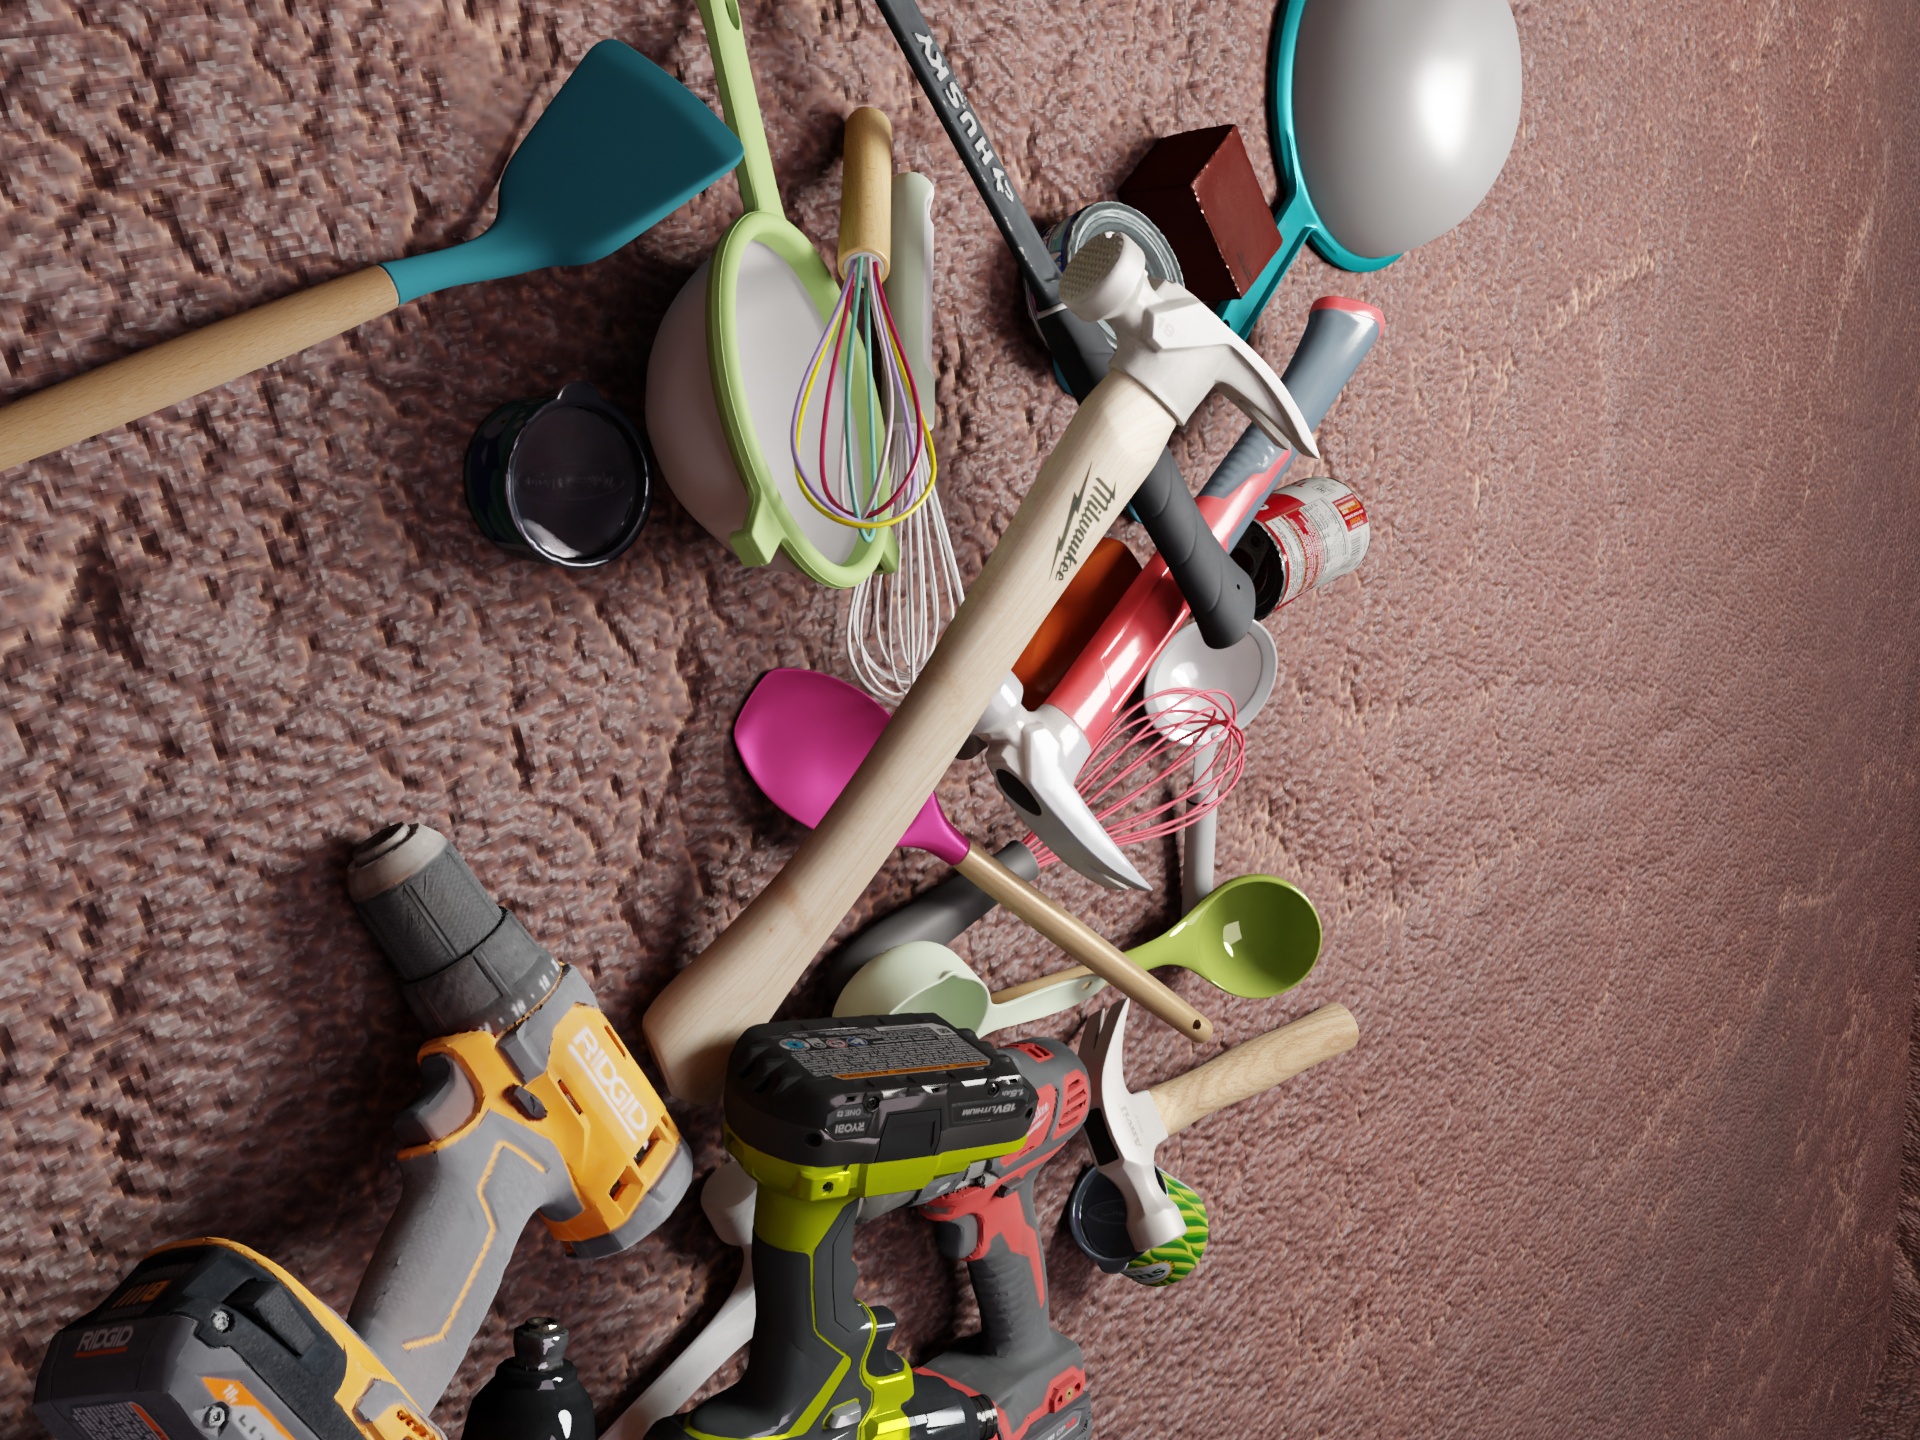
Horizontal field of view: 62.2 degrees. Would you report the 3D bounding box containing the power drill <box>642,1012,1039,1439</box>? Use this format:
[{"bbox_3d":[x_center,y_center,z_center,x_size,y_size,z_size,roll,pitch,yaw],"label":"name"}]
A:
[{"bbox_3d":[-0.043,0.249,0.703,0.171,0.080,0.223,3,102,-34],"label":"power drill"}]

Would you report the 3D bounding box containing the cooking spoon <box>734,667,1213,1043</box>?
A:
[{"bbox_3d":[0.017,0.079,0.786,0.318,0.017,0.069,38,70,-24],"label":"cooking spoon"}]

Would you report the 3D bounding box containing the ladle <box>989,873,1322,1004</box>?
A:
[{"bbox_3d":[0.079,0.147,0.883,0.320,0.062,0.078,-11,108,-37],"label":"ladle"}]

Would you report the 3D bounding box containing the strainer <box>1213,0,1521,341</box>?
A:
[{"bbox_3d":[0.254,-0.337,0.953,0.340,0.095,0.210,-58,133,-23],"label":"strainer"}]

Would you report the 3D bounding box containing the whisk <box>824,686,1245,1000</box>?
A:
[{"bbox_3d":[0.048,0.064,0.842,0.296,0.073,0.073,-31,120,-28],"label":"whisk"}]

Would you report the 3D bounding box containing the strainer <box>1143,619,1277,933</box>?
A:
[{"bbox_3d":[0.144,0.036,0.957,0.087,0.050,0.258,-8,113,-17],"label":"strainer"}]

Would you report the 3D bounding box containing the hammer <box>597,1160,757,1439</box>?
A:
[{"bbox_3d":[-0.203,0.372,0.663,0.405,0.035,0.144,-40,125,-34],"label":"hammer"}]

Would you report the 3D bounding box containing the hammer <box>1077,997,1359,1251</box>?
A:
[{"bbox_3d":[0.173,0.222,1.004,0.331,0.031,0.130,-4,67,-54],"label":"hammer"}]

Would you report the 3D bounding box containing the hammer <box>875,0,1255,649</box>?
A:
[{"bbox_3d":[0.037,-0.199,0.716,0.408,0.036,0.149,57,40,-25],"label":"hammer"}]

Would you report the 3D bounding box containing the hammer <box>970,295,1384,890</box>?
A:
[{"bbox_3d":[0.141,-0.090,0.856,0.143,0.038,0.386,50,60,-23],"label":"hammer"}]

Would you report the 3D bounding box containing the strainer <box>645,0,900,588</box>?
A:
[{"bbox_3d":[-0.097,-0.173,0.642,0.151,0.069,0.256,-13,91,-72],"label":"strainer"}]

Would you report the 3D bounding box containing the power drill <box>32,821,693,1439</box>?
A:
[{"bbox_3d":[-0.196,0.157,0.546,0.185,0.084,0.226,62,30,-17],"label":"power drill"}]

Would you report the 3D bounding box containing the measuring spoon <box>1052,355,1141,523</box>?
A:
[{"bbox_3d":[0.086,-0.160,0.865,0.042,0.021,0.128,-47,127,-29],"label":"measuring spoon"}]

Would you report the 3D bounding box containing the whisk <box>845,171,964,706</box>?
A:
[{"bbox_3d":[-0.024,-0.129,0.741,0.058,0.059,0.246,-45,136,-82],"label":"whisk"}]

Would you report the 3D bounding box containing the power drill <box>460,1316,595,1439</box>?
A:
[{"bbox_3d":[-0.232,0.304,0.564,0.226,0.084,0.164,13,80,-41],"label":"power drill"}]

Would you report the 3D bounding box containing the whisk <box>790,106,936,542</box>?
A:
[{"bbox_3d":[-0.036,-0.168,0.645,0.051,0.047,0.245,55,27,-50],"label":"whisk"}]

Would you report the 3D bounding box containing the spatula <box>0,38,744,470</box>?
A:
[{"bbox_3d":[-0.217,-0.145,0.531,0.317,0.082,0.044,-36,161,-32],"label":"spatula"}]

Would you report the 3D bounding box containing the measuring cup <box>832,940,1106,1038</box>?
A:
[{"bbox_3d":[0.007,0.137,0.798,0.167,0.038,0.083,-6,128,-42],"label":"measuring cup"}]

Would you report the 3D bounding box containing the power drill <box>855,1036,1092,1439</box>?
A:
[{"bbox_3d":[-0.005,0.290,0.825,0.188,0.080,0.226,-10,102,-48],"label":"power drill"}]

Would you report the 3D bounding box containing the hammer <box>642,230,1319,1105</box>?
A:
[{"bbox_3d":[-0.001,-0.002,0.703,0.146,0.038,0.410,33,93,-32],"label":"hammer"}]
